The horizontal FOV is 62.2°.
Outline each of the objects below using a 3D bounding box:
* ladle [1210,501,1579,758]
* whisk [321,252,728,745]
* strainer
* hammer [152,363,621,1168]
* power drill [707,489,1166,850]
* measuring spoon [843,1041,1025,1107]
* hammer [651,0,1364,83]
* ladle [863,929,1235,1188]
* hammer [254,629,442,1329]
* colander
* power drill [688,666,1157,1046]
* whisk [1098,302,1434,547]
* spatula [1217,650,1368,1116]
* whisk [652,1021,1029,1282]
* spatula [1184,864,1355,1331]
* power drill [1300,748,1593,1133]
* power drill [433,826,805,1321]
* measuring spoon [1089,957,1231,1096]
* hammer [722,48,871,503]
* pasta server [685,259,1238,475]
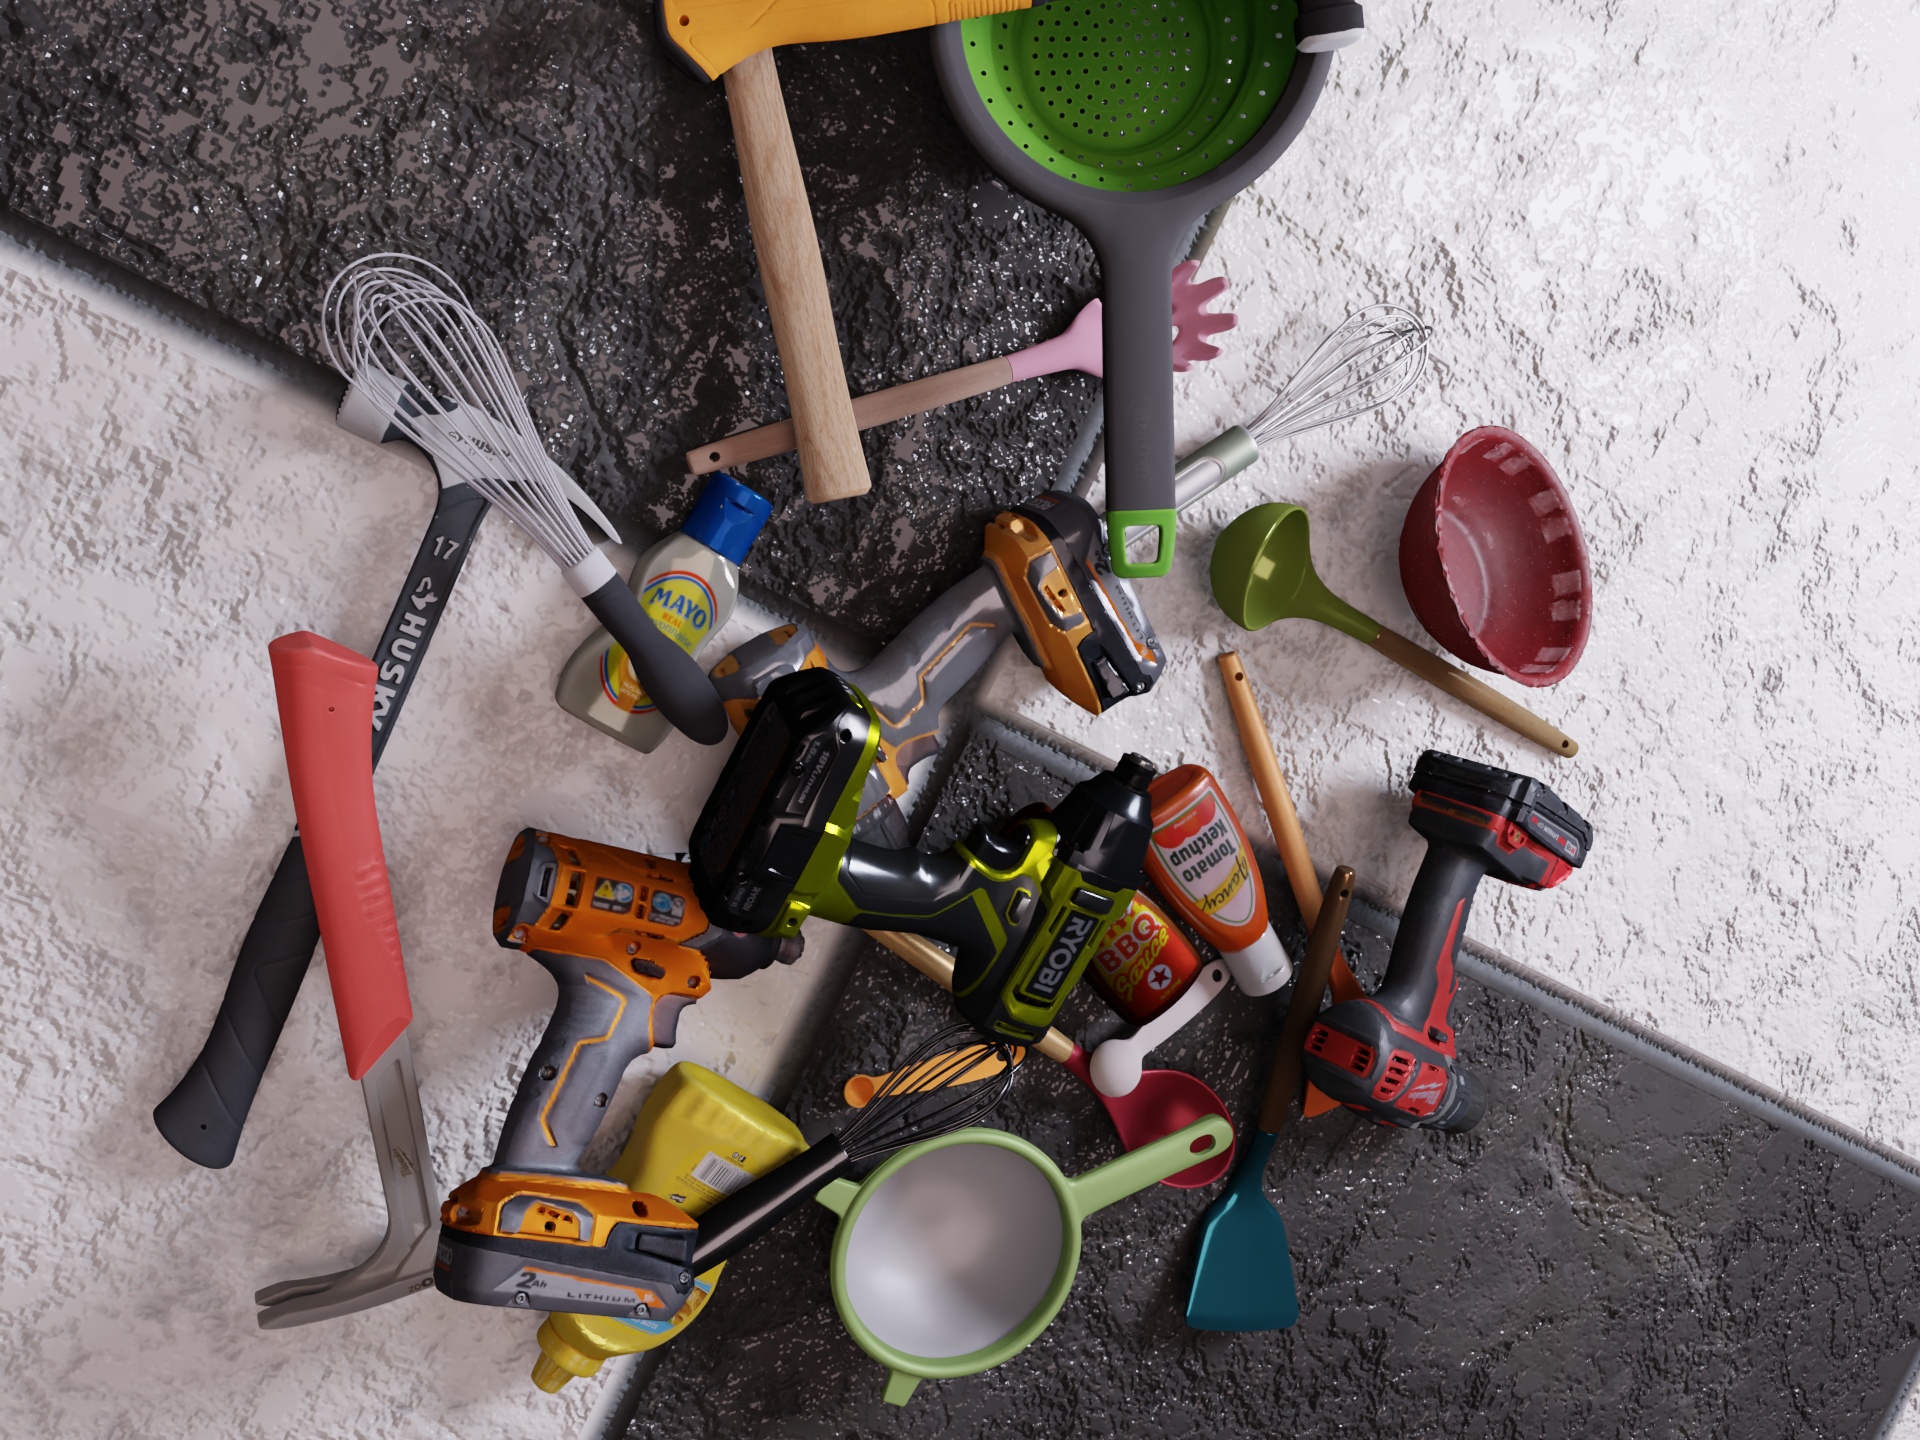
[{"bbox_3d":[0.281,-0.041,0.985,0.320,0.062,0.078,26,91,-24],"label":"ladle"},{"bbox_3d":[-0.201,-0.097,0.770,0.070,0.070,0.284,-38,111,-9],"label":"whisk"},{"bbox_3d":[0.039,0.285,0.953,0.256,0.069,0.151,-20,103,-14],"label":"strainer"},{"bbox_3d":[-0.309,0.037,0.808,0.149,0.036,0.409,22,93,-22],"label":"hammer"},{"bbox_3d":[-0.001,-0.003,0.884,0.226,0.084,0.185,-31,110,-7],"label":"power drill"},{"bbox_3d":[-0.016,0.210,0.955,0.117,0.011,0.021,-9,97,-21],"label":"measuring spoon"},{"bbox_3d":[0.020,-0.362,0.756,0.337,0.034,0.127,-9,100,0],"label":"hammer"},{"bbox_3d":[0.045,0.189,0.961,0.315,0.031,0.069,37,70,-19],"label":"ladle"},{"bbox_3d":[-0.305,0.133,0.793,0.149,0.037,0.359,-13,112,-25],"label":"hammer"},{"bbox_3d":[0.087,-0.276,0.838,0.204,0.094,0.397,-2,99,-1],"label":"colander"},{"bbox_3d":[-0.012,0.065,0.828,0.223,0.080,0.171,22,104,-27],"label":"power drill"},{"bbox_3d":[0.174,-0.166,0.928,0.246,0.059,0.057,-34,109,-6],"label":"whisk"},{"bbox_3d":[0.214,0.106,1.008,0.081,0.041,0.322,-24,103,-14],"label":"spatula"},{"bbox_3d":[-0.064,0.238,0.869,0.239,0.055,0.055,-31,108,-14],"label":"whisk"},{"bbox_3d":[0.207,0.241,1.003,0.082,0.044,0.317,6,108,-16],"label":"spatula"},{"bbox_3d":[0.311,0.151,0.998,0.187,0.080,0.227,29,83,-44],"label":"power drill"},{"bbox_3d":[-0.169,0.181,0.812,0.164,0.084,0.227,16,72,-25],"label":"power drill"},{"bbox_3d":[0.129,0.186,0.979,0.124,0.018,0.034,-37,99,-25],"label":"measuring spoon"},{"bbox_3d":[-0.098,-0.276,0.810,0.130,0.031,0.331,-14,99,-15],"label":"hammer"},{"bbox_3d":[0.003,-0.186,0.871,0.316,0.040,0.060,-19,99,-14],"label":"pasta server"}]
